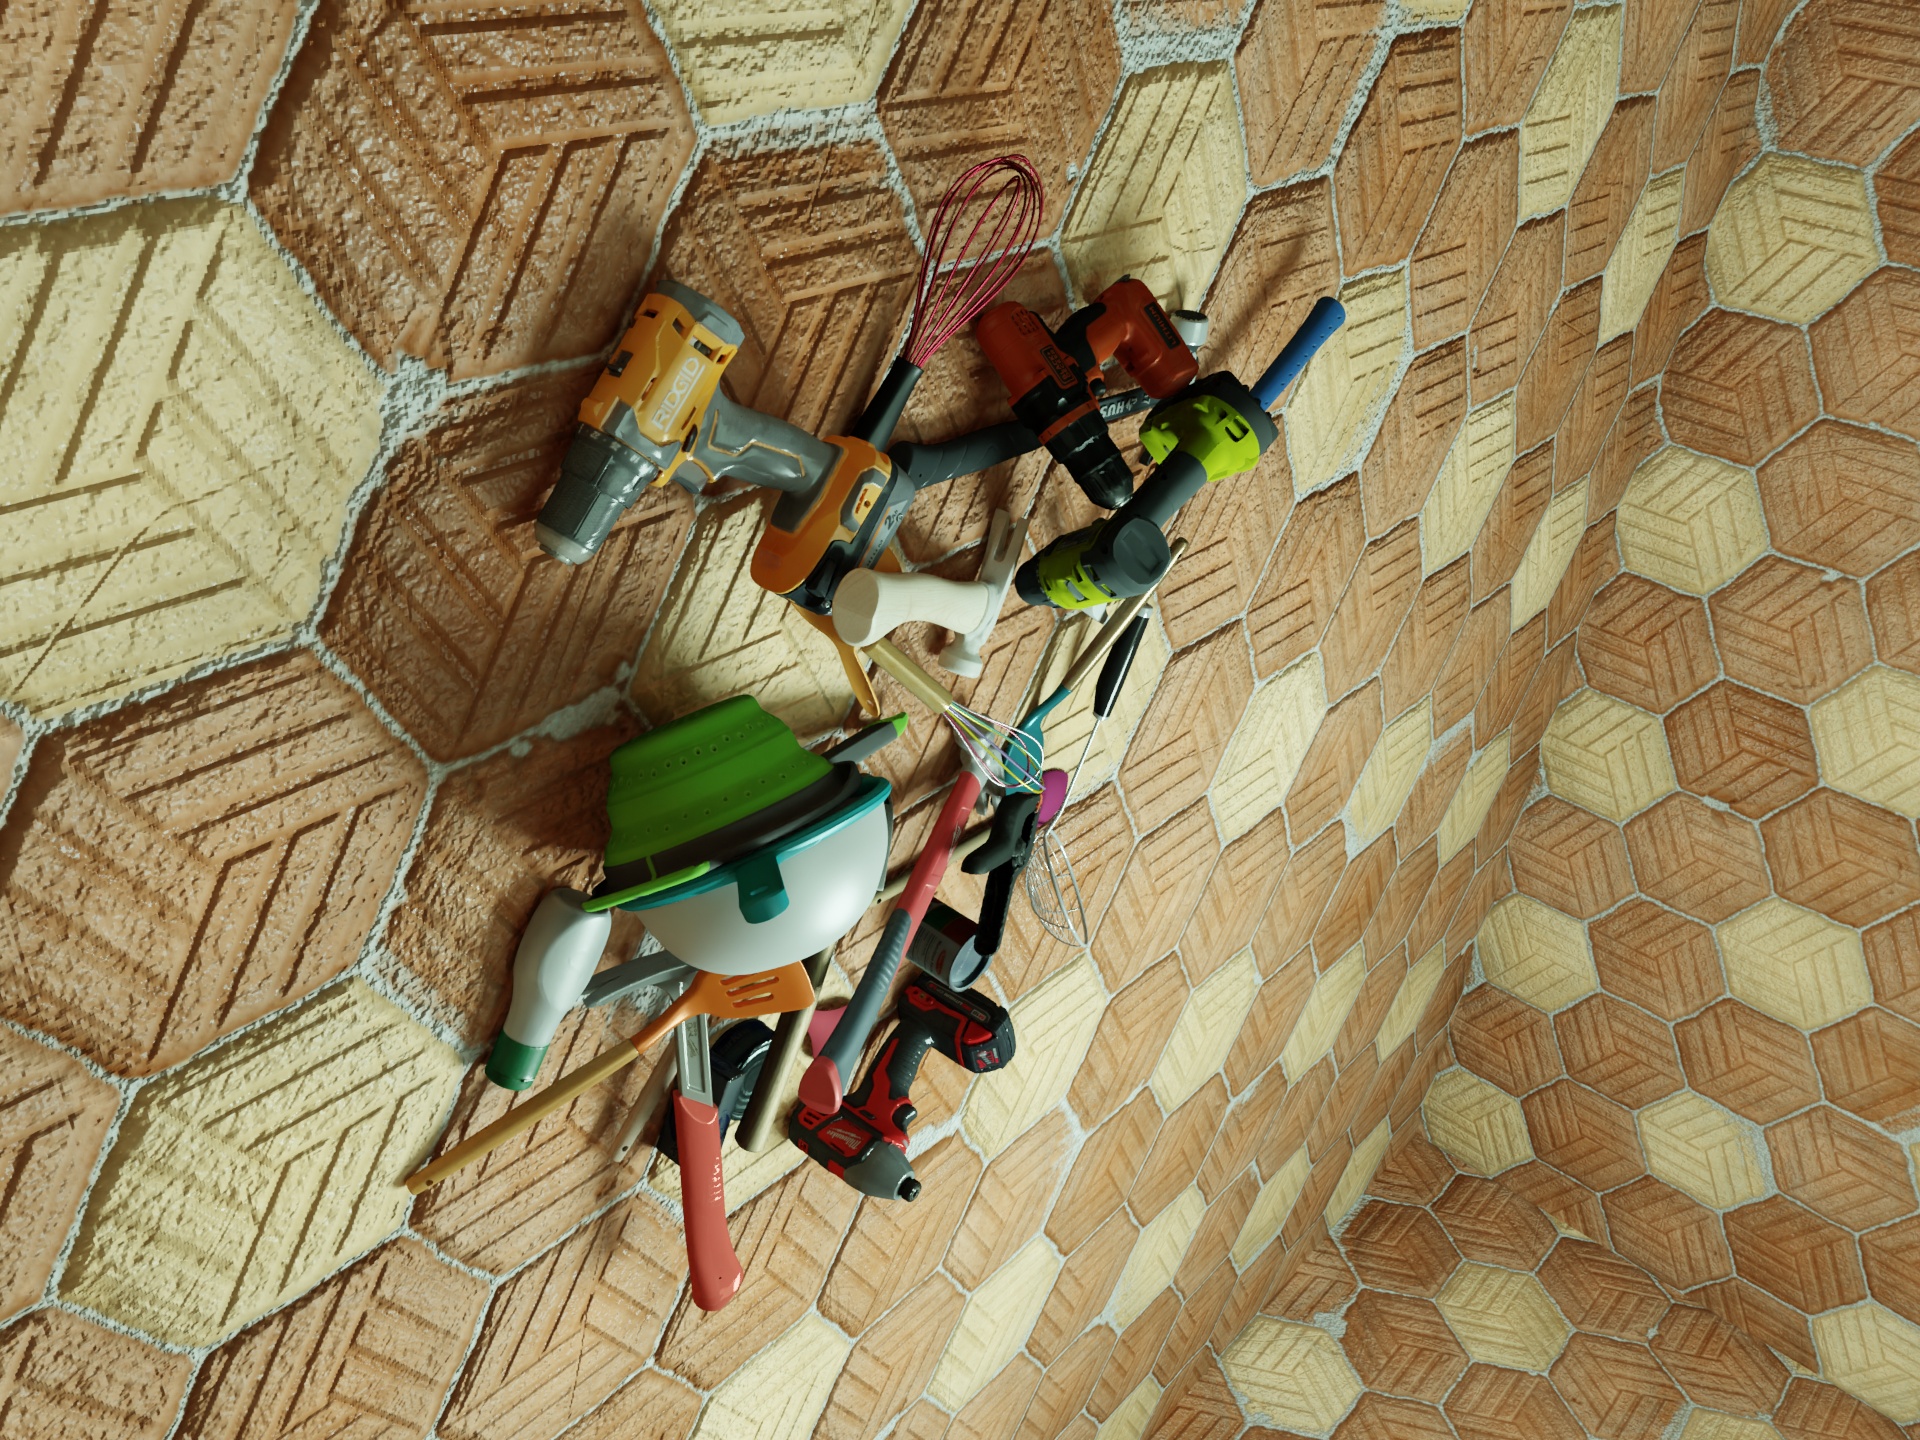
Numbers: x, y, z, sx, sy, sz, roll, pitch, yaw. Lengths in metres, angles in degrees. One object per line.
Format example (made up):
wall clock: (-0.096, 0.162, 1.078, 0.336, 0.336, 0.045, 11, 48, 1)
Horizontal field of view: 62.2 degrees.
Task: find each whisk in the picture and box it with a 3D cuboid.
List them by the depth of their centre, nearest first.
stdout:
whisk: (-0.028, -0.280, 1.169, 0.073, 0.073, 0.296, 15, 108, -57)
whisk: (-0.003, -0.006, 1.371, 0.244, 0.051, 0.047, 40, 55, -37)

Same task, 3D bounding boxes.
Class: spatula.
spatula: (-0.262, 0.261, 1.187, 0.322, 0.041, 0.081, -31, 126, -16)
spatula: (0.126, -0.045, 1.527, 0.082, 0.044, 0.317, 0, 133, -53)

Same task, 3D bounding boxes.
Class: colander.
colander: (-0.147, 0.021, 1.189, 0.397, 0.204, 0.094, -34, 103, -62)

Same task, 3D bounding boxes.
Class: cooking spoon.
cooking spoon: (0.012, 0.119, 1.562, 0.319, 0.017, 0.068, -25, 133, -45)

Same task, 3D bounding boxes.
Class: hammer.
hammer: (-0.018, -0.099, 1.194, 0.410, 0.038, 0.146, -15, 125, -78)
hammer: (-0.223, 0.343, 1.301, 0.149, 0.037, 0.358, -13, 119, -26)
hammer: (-0.124, 0.212, 1.338, 0.031, 0.130, 0.331, 18, 99, -15)
hammer: (0.078, -0.248, 1.362, 0.409, 0.036, 0.149, -26, 135, -43)
hammer: (-0.043, 0.177, 1.396, 0.143, 0.038, 0.387, 79, 29, -48)
hammer: (0.242, -0.254, 1.535, 0.405, 0.035, 0.144, -50, 164, -14)

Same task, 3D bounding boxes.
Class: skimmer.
skimmer: (0.147, 0.057, 1.597, 0.127, 0.090, 0.363, -76, -174, -70)

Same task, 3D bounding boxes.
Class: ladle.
ladle: (-0.158, 0.248, 1.413, 0.069, 0.031, 0.315, -55, 146, -9)

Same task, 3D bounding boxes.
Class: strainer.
strainer: (-0.122, 0.127, 1.073, 0.211, 0.340, 0.095, -23, 97, -6)

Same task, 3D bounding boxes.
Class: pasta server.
pasta server: (-0.200, 0.225, 1.292, 0.060, 0.040, 0.316, 29, 93, -38)

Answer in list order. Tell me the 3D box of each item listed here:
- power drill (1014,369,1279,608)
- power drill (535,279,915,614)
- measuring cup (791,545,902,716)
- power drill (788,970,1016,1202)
power drill: (0.150, -0.184, 1.357, 0.080, 0.190, 0.228, 46, 70, -16)
power drill: (-0.155, -0.149, 1.036, 0.226, 0.084, 0.185, 33, 86, -43)
measuring cup: (-0.076, -0.078, 1.214, 0.052, 0.095, 0.173, -53, 144, -31)
power drill: (-0.048, 0.359, 1.544, 0.220, 0.143, 0.078, -46, 147, -27)
